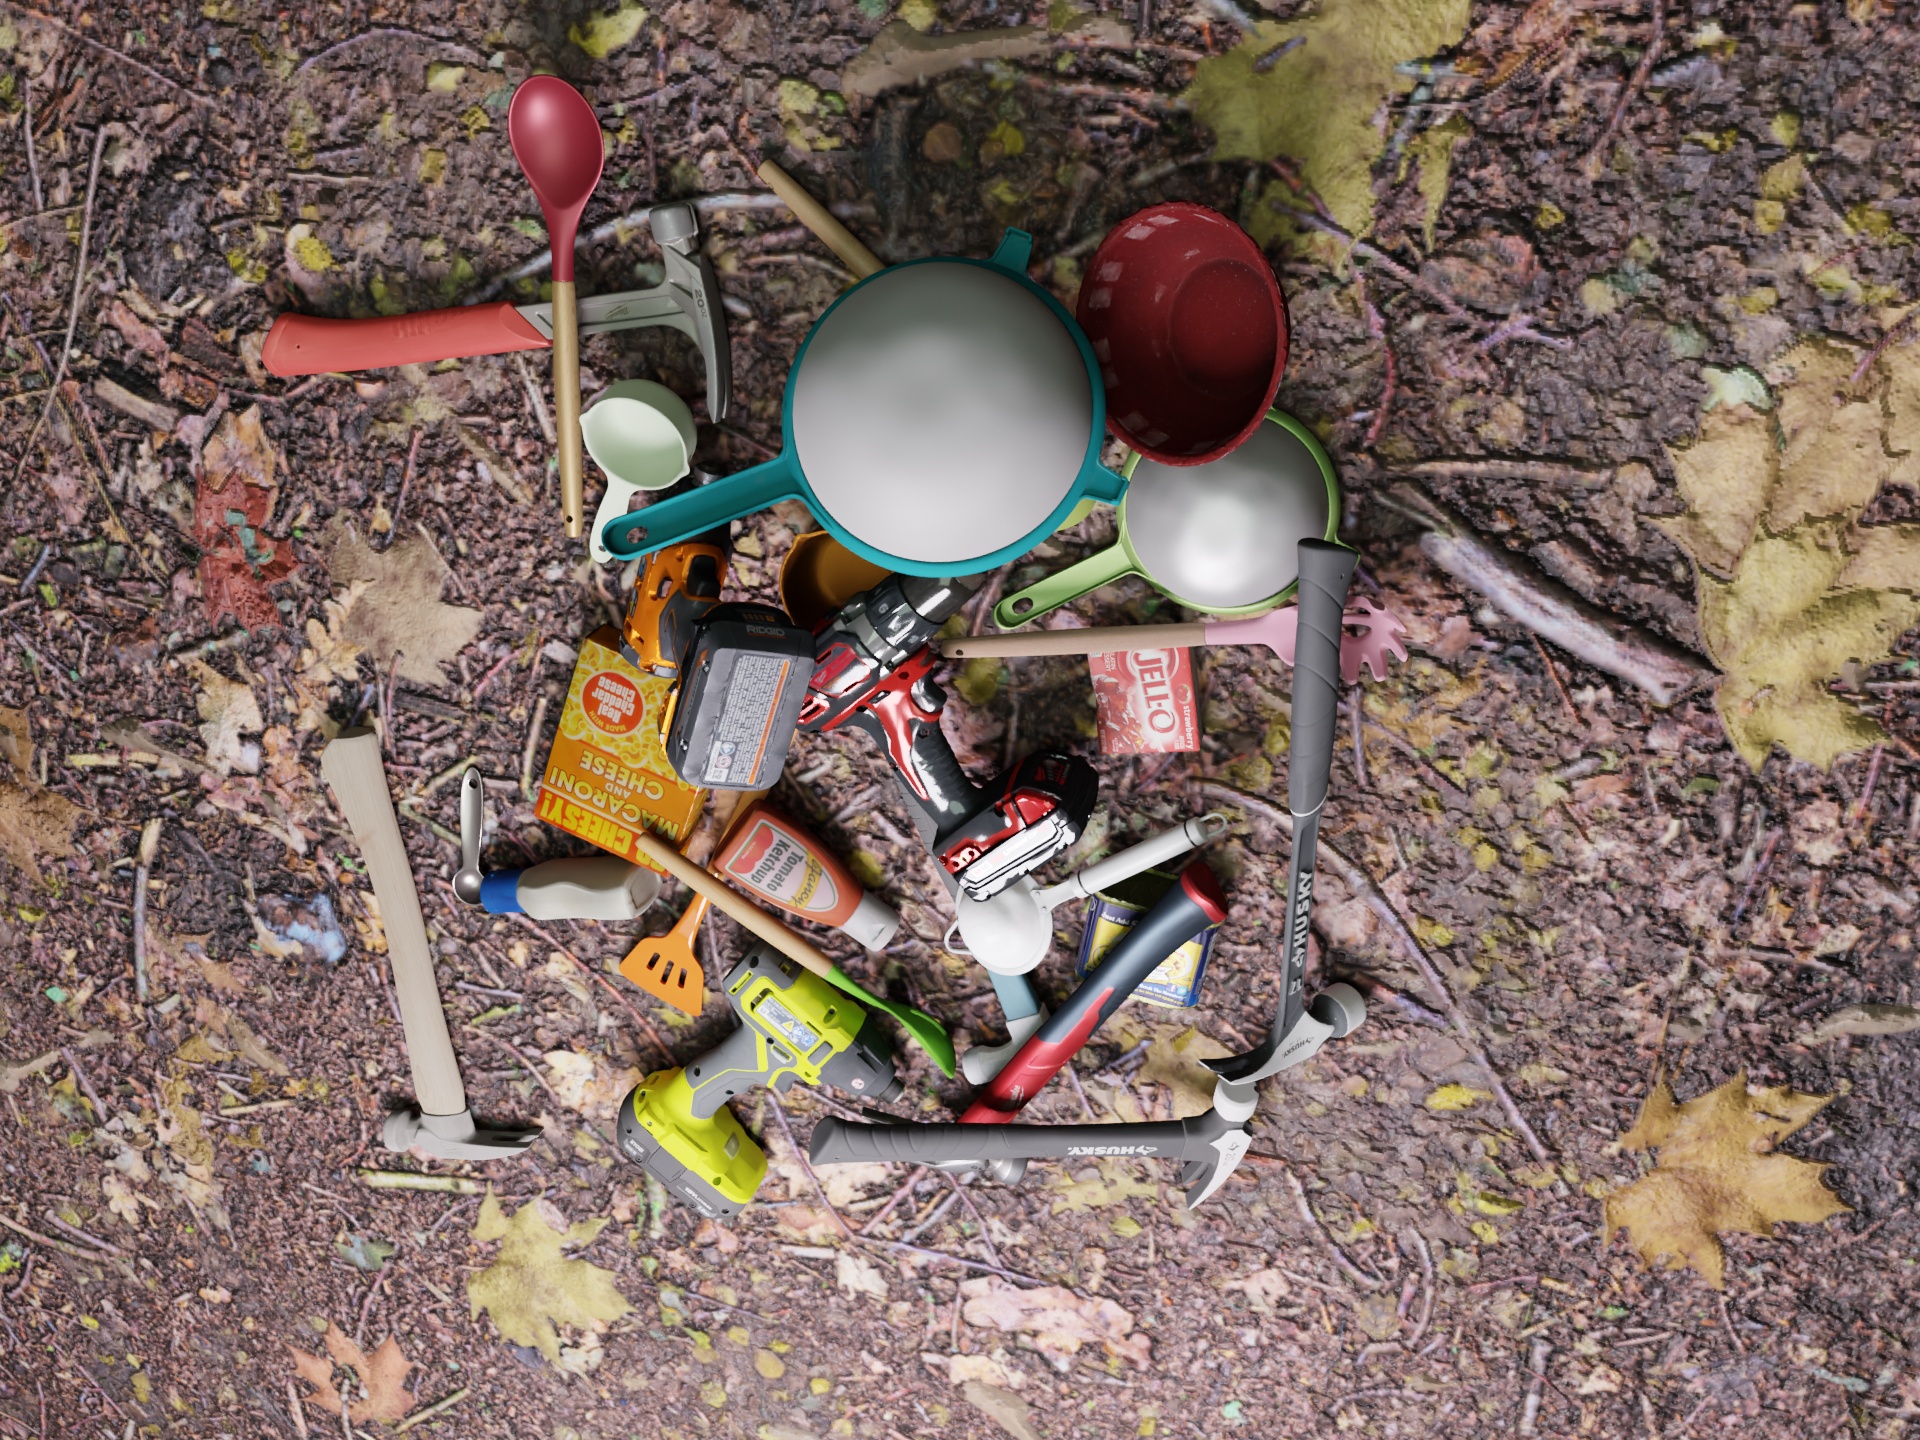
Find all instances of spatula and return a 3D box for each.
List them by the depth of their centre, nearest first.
[{"bbox_3d":[-0.190,0.111,1.276,0.081,0.041,0.322,30,112,1],"label":"spatula"}]

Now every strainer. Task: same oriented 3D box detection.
[{"bbox_3d":[-0.075,-0.178,0.992,0.340,0.095,0.211,-21,84,2],"label":"strainer"},{"bbox_3d":[0.129,-0.113,1.072,0.256,0.069,0.151,-24,104,21],"label":"strainer"},{"bbox_3d":[0.079,0.120,1.147,0.258,0.050,0.087,-28,81,27],"label":"strainer"}]

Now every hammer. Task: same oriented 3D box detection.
[{"bbox_3d":[0.226,0.070,1.061,0.036,0.149,0.408,29,131,44],"label":"hammer"},{"bbox_3d":[-0.341,-0.274,1.152,0.359,0.037,0.149,-3,111,16],"label":"hammer"},{"bbox_3d":[0.064,0.227,1.178,0.143,0.038,0.386,20,130,-18],"label":"hammer"},{"bbox_3d":[0.052,0.324,1.217,0.334,0.035,0.146,0,134,-5],"label":"hammer"},{"bbox_3d":[0.004,0.129,1.224,0.128,0.033,0.331,-18,106,22],"label":"hammer"},{"bbox_3d":[-0.470,0.201,1.379,0.146,0.038,0.410,-1,111,14],"label":"hammer"}]

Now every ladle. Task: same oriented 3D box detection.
[{"bbox_3d":[-0.026,-0.253,1.066,0.320,0.078,0.062,44,74,-1],"label":"ladle"},{"bbox_3d":[-0.273,-0.278,1.099,0.069,0.031,0.315,10,115,13],"label":"ladle"}]

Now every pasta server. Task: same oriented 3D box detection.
[{"bbox_3d":[0.139,-0.054,1.079,0.316,0.040,0.060,-2,123,15],"label":"pasta server"}]

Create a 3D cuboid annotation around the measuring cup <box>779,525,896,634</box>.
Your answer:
[{"bbox_3d":[-0.048,-0.122,1.127,0.173,0.052,0.095,-33,100,22],"label":"measuring cup"}]

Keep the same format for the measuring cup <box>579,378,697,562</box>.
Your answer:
[{"bbox_3d":[-0.238,-0.177,1.145,0.083,0.038,0.167,26,138,-7],"label":"measuring cup"}]

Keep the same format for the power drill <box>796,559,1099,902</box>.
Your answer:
[{"bbox_3d":[-0.002,-0.004,1.101,0.188,0.080,0.226,-37,103,29],"label":"power drill"}]

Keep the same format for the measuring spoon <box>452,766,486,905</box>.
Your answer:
[{"bbox_3d":[-0.407,0.096,1.334,0.034,0.018,0.124,10,107,11],"label":"measuring spoon"}]

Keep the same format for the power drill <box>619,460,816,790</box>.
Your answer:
[{"bbox_3d":[-0.173,-0.071,1.101,0.084,0.227,0.164,6,118,-28],"label":"power drill"}]

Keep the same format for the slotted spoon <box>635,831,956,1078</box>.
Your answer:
[{"bbox_3d":[-0.124,0.182,1.256,0.313,0.070,0.031,36,80,-8],"label":"slotted spoon"}]

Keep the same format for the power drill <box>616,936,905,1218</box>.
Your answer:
[{"bbox_3d":[-0.166,0.305,1.319,0.171,0.080,0.223,42,113,-4],"label":"power drill"}]
